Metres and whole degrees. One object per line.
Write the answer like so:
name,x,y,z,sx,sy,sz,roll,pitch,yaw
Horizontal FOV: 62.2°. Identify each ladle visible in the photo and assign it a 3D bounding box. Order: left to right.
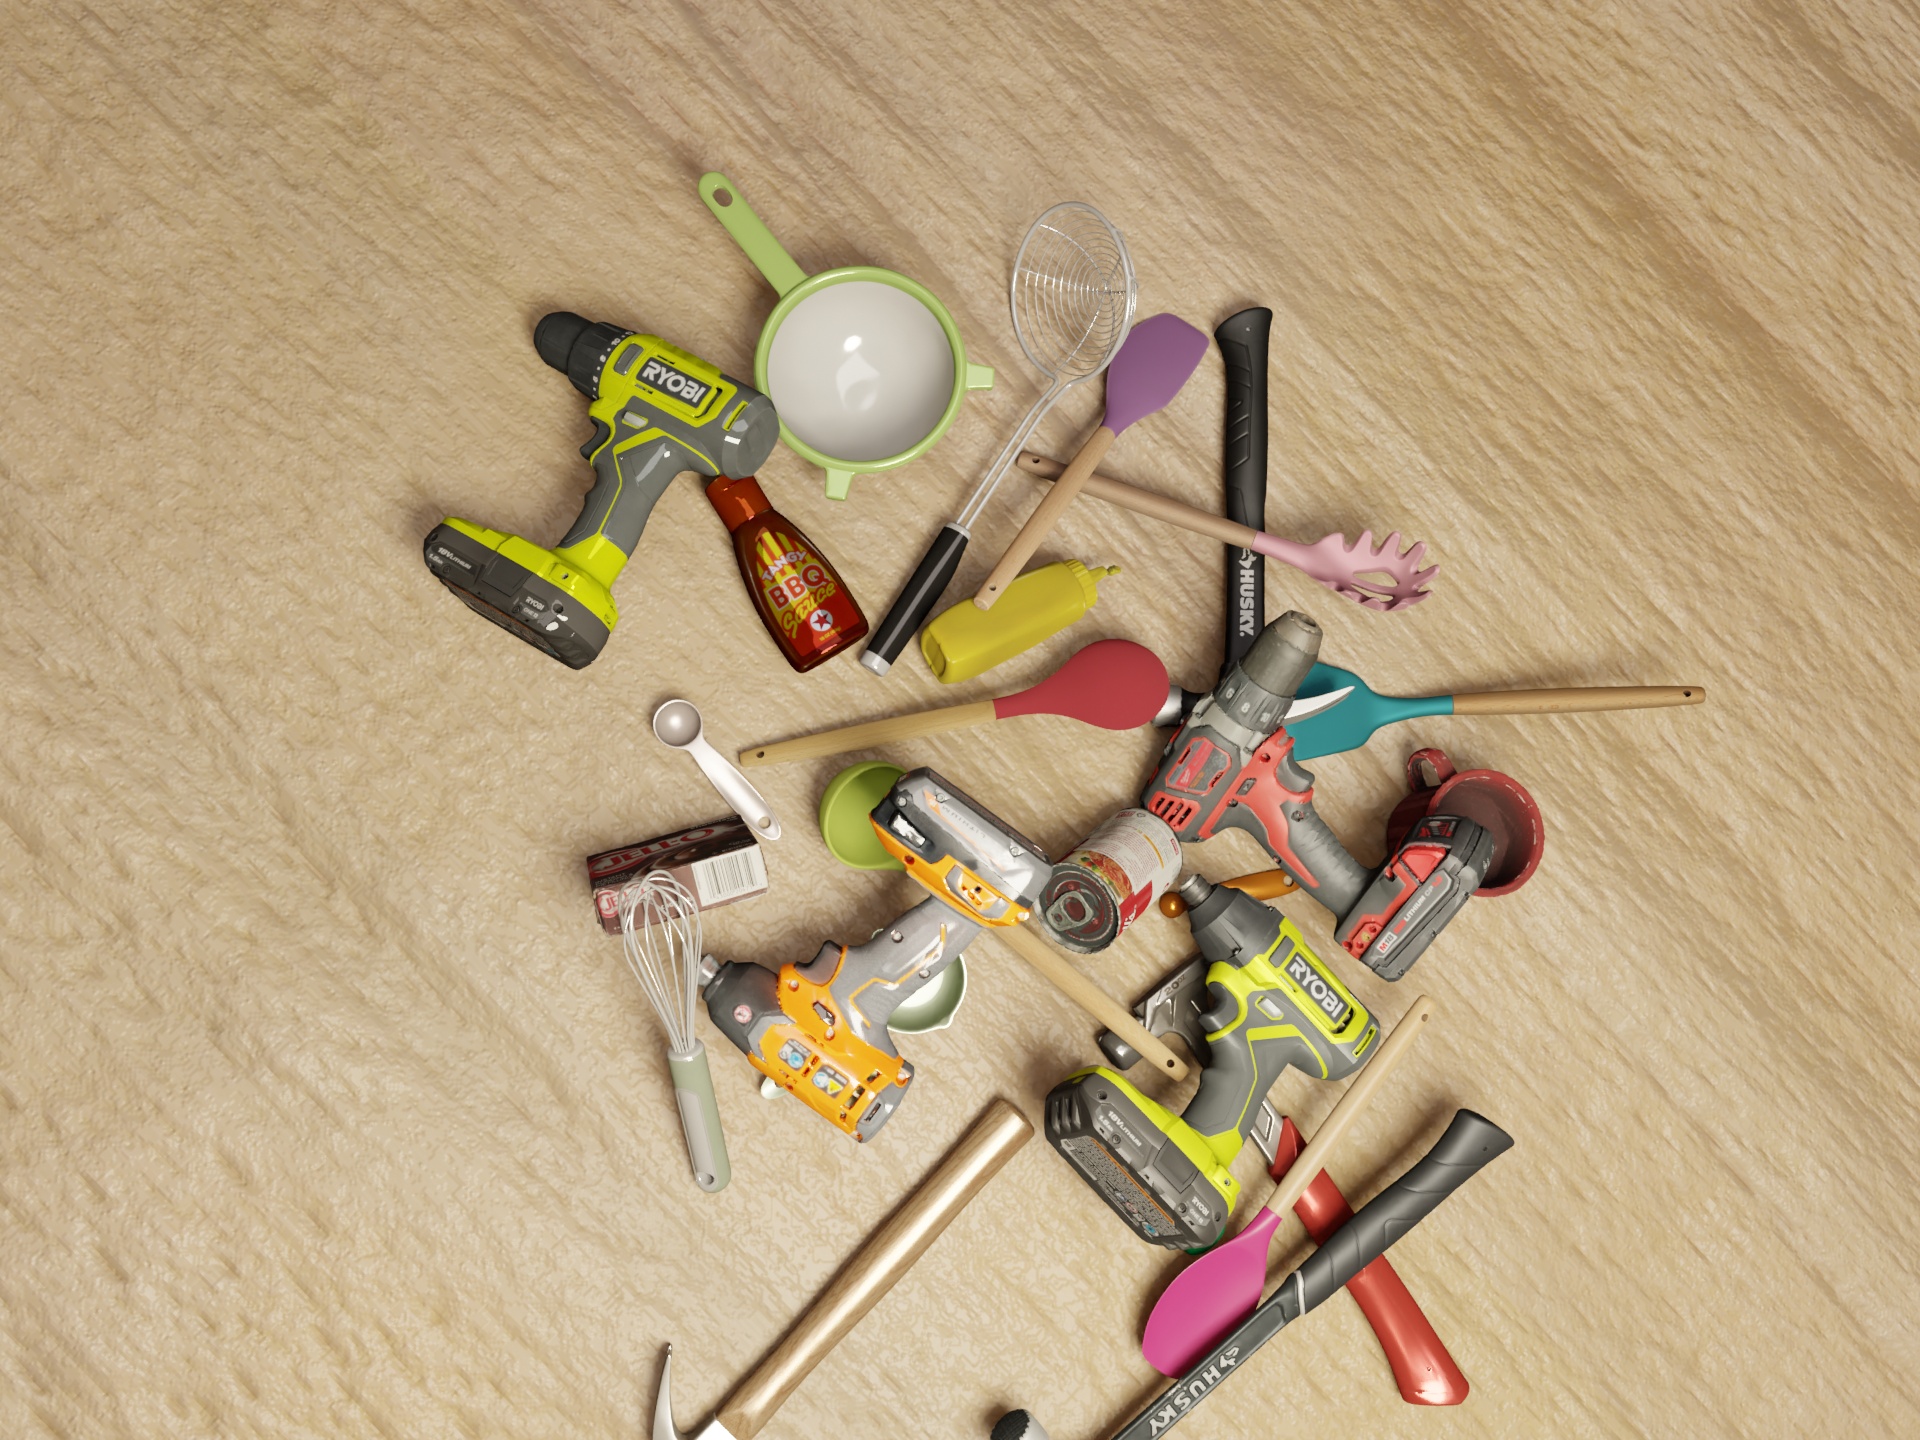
ladle,-0.002,-0.004,1.136,0.315,0.031,0.069,-12,76,-4
ladle,0.033,0.144,1.103,0.320,0.062,0.078,40,84,3

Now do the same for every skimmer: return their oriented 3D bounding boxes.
skimmer,0.013,-0.203,1.152,0.090,0.127,0.363,39,79,-43

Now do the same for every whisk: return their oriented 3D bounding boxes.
whisk,-0.179,0.206,1.025,0.058,0.059,0.246,3,116,21

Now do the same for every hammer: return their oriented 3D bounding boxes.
hammer,-0.075,0.386,1.074,0.130,0.031,0.331,45,76,-2
hammer,0.222,-0.155,1.205,0.146,0.035,0.335,2,78,3
hammer,0.219,0.409,1.086,0.409,0.036,0.149,-38,104,-7
hammer,0.257,0.330,1.143,0.149,0.036,0.359,-34,88,-14

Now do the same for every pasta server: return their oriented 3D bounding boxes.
pasta server,0.191,-0.146,1.168,0.316,0.040,0.060,20,67,8

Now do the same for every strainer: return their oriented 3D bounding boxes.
strainer,-0.105,-0.287,1.156,0.151,0.069,0.256,-38,86,-5

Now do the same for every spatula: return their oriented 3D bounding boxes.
spatula,0.094,-0.197,1.175,0.060,0.018,0.316,33,64,4
spatula,0.399,-0.013,1.198,0.317,0.044,0.082,-3,78,6

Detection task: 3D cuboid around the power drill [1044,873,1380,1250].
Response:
power drill,0.165,0.224,1.071,0.171,0.080,0.223,46,60,-1

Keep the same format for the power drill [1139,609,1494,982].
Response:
power drill,0.256,0.050,1.104,0.227,0.080,0.187,36,119,12

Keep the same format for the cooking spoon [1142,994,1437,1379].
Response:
cooking spoon,0.234,0.321,1.108,0.068,0.017,0.319,39,85,-15

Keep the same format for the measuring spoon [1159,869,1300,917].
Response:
measuring spoon,0.203,0.127,1.177,0.117,0.011,0.021,-10,83,-12

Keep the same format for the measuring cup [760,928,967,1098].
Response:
measuring cup,-0.070,0.205,1.104,0.167,0.038,0.083,-38,91,-3

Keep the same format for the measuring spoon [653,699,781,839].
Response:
measuring spoon,-0.170,0.037,1.122,0.034,0.018,0.124,-41,97,-9

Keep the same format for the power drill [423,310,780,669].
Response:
power drill,-0.260,-0.168,1.092,0.191,0.080,0.228,29,76,15

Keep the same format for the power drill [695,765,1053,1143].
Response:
power drill,-0.062,0.143,1.045,0.164,0.084,0.226,36,94,-2
